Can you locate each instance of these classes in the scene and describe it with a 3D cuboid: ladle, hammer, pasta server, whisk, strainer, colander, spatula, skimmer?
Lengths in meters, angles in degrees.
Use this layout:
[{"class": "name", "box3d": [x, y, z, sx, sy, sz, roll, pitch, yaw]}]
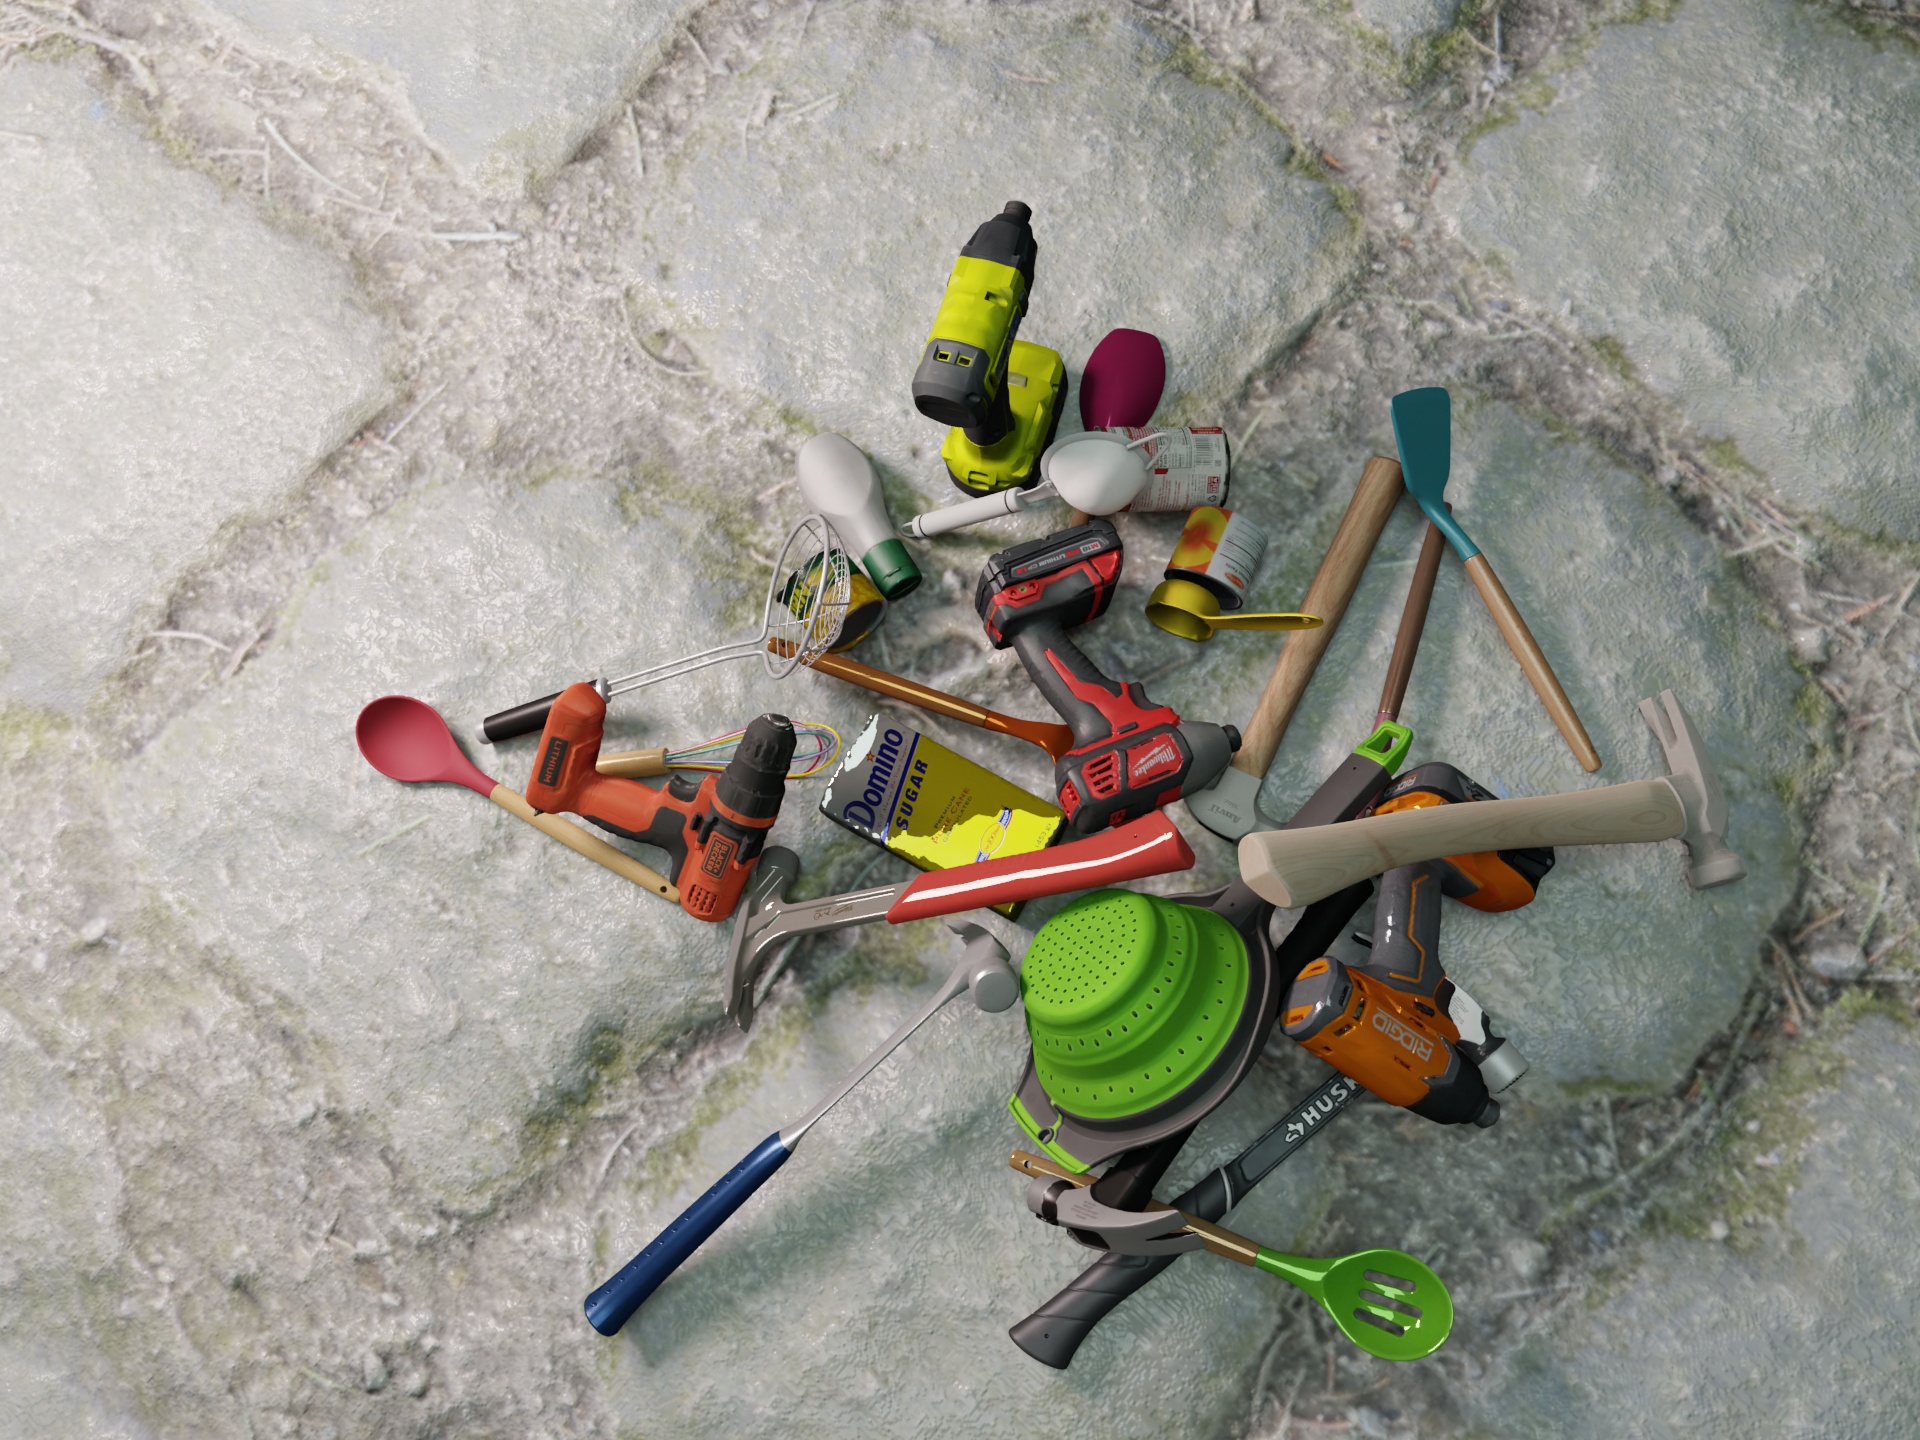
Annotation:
[{"class": "ladle", "box3d": [-0.356, 0.069, 1.290, 0.315, 0.031, 0.069, 28, 94, 12]}, {"class": "hammer", "box3d": [0.201, 0.318, 1.137, 0.409, 0.036, 0.149, -39, 72, -3]}, {"class": "pasta server", "box3d": [0.333, -0.025, 1.219, 0.060, 0.040, 0.316, 16, 74, 12]}, {"class": "whisk", "box3d": [-0.215, 0.032, 1.273, 0.245, 0.051, 0.047, -6, 80, 10]}, {"class": "strainer", "box3d": [0.050, -0.171, 1.236, 0.258, 0.086, 0.050, -10, 54, 40]}, {"class": "colander", "box3d": [0.164, 0.125, 1.109, 0.397, 0.094, 0.205, -47, 30, -8]}, {"class": "spatula", "box3d": [0.410, -0.106, 1.208, 0.082, 0.044, 0.318, -17, 76, -41]}, {"class": "hammer", "box3d": [0.363, 0.063, 1.079, 0.410, 0.038, 0.146, -4, 71, -26]}, {"class": "hammer", "box3d": [0.190, 0.229, 1.105, 0.335, 0.146, 0.035, -47, 111, -24]}, {"class": "skimmer", "box3d": [-0.242, -0.056, 1.238, 0.363, 0.090, 0.127, -17, 54, 17]}, {"class": "hammer", "box3d": [-0.118, 0.297, 1.159, 0.405, 0.144, 0.035, -43, 102, 4]}, {"class": "hammer", "box3d": [-0.008, 0.129, 1.134, 0.359, 0.036, 0.149, -13, 47, 25]}, {"class": "hammer", "box3d": [0.266, -0.060, 1.234, 0.130, 0.031, 0.331, 24, 79, 13]}, {"class": "spatula", "box3d": [-0.002, -0.004, 1.239, 0.322, 0.041, 0.081, 20, 64, 11]}]

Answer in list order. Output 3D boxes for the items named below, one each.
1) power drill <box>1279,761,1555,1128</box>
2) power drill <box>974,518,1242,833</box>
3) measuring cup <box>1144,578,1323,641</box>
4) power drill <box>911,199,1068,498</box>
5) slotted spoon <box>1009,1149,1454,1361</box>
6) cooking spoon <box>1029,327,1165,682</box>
[{"class": "power drill", "box3d": [0.329, 0.161, 1.100, 0.164, 0.084, 0.227, 35, 63, -8]}, {"class": "power drill", "box3d": [0.110, -0.033, 1.193, 0.143, 0.078, 0.220, -20, 69, -14]}, {"class": "measuring cup", "box3d": [0.210, -0.085, 1.206, 0.156, 0.062, 0.029, 4, 65, 44]}, {"class": "power drill", "box3d": [0.028, -0.277, 1.227, 0.080, 0.223, 0.171, 17, 78, 12]}, {"class": "slotted spoon", "box3d": [0.181, 0.358, 1.098, 0.314, 0.031, 0.070, 17, 77, 16]}, {"class": "cooking spoon", "box3d": [0.104, -0.179, 1.296, 0.069, 0.017, 0.319, 14, 77, 10]}]
